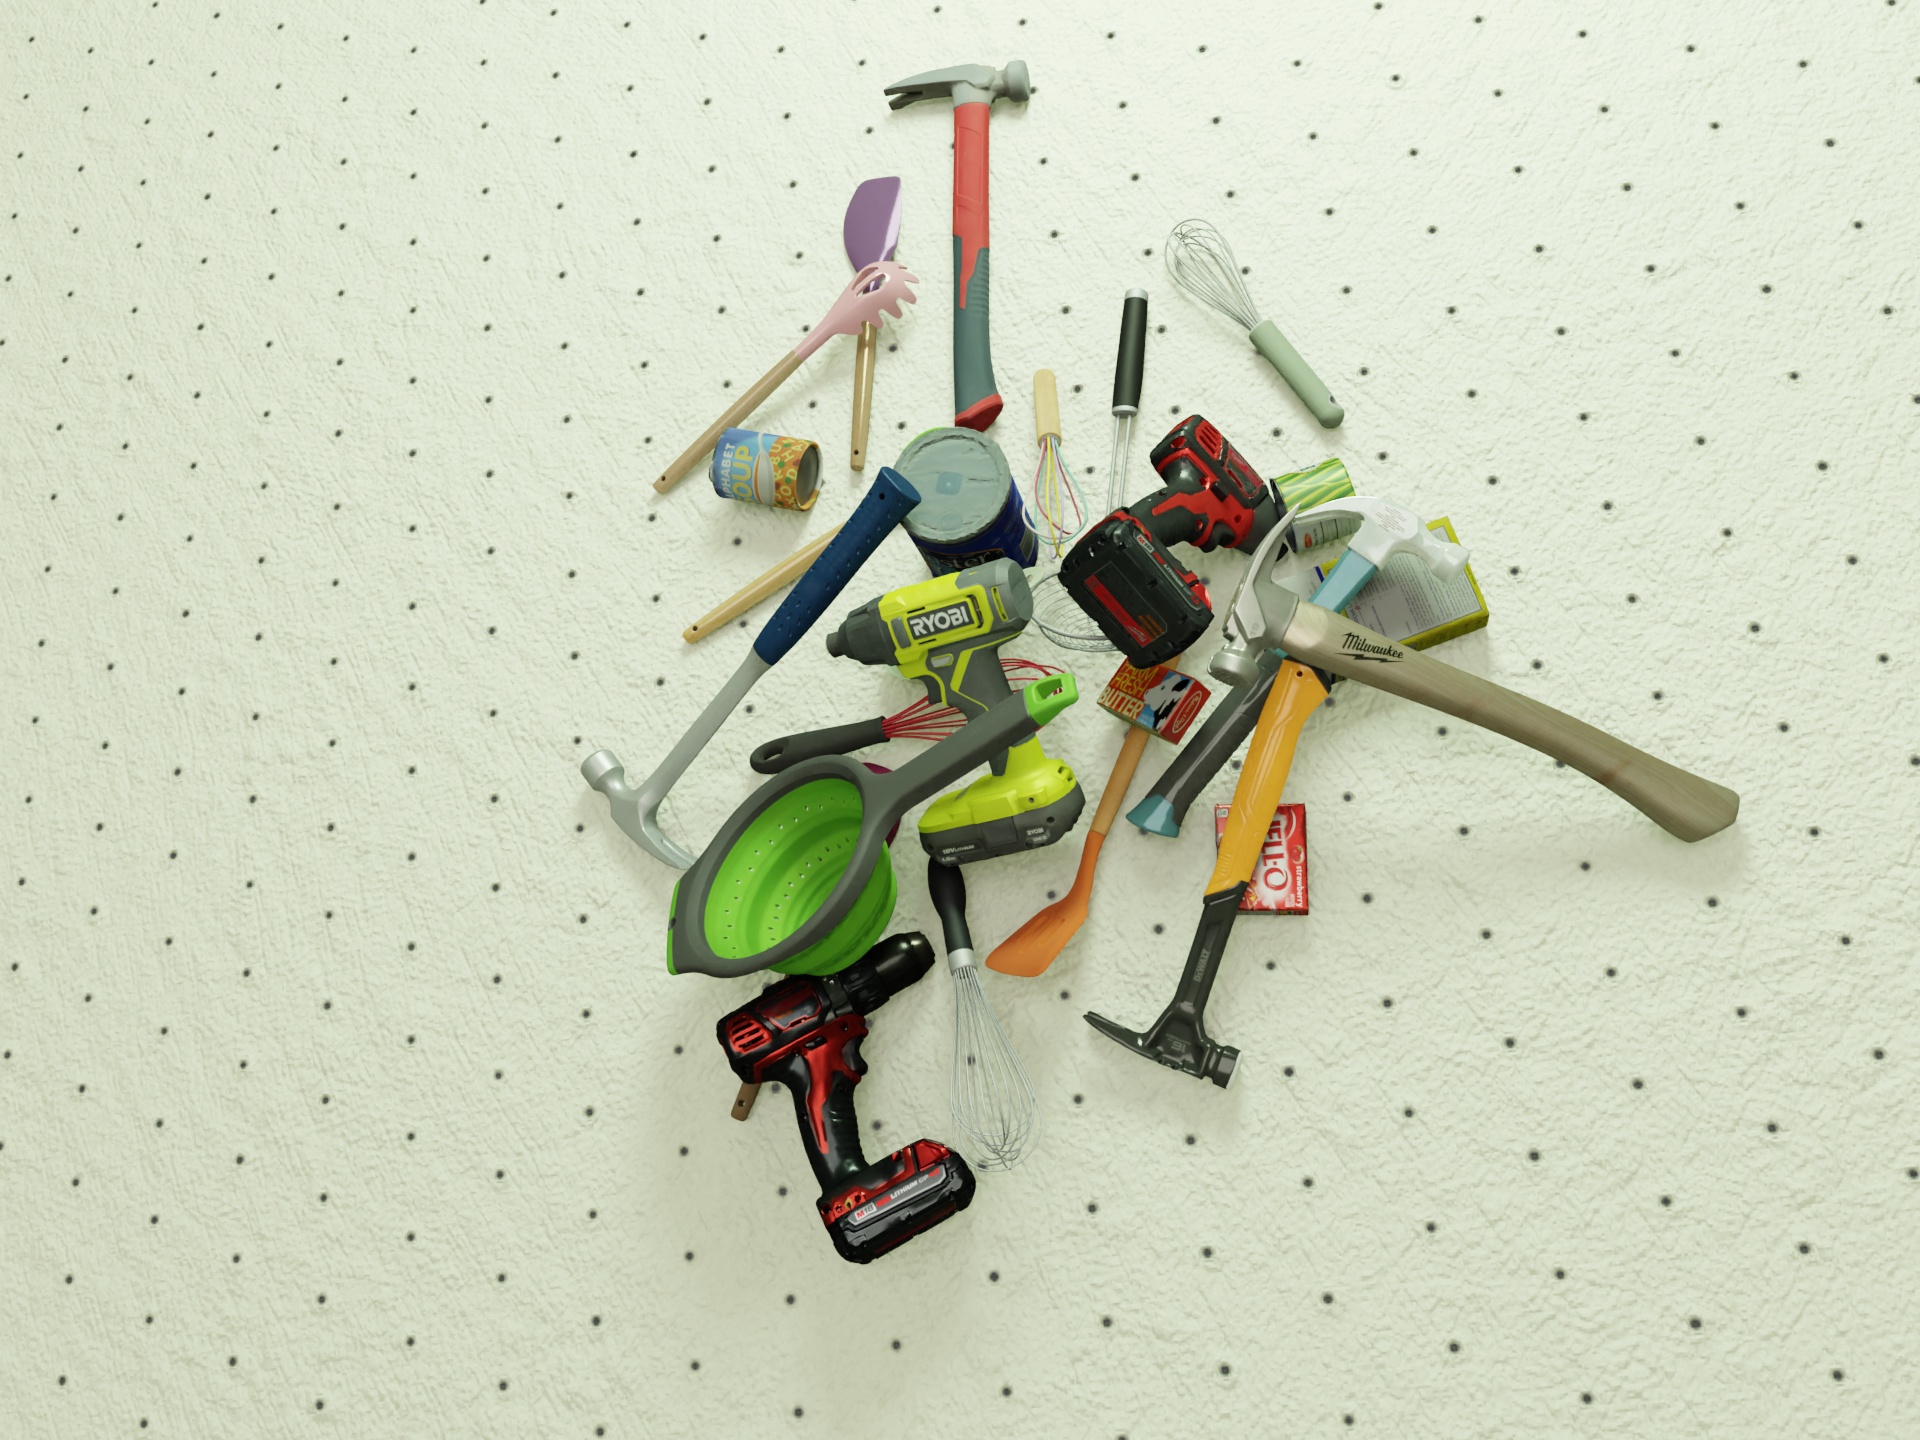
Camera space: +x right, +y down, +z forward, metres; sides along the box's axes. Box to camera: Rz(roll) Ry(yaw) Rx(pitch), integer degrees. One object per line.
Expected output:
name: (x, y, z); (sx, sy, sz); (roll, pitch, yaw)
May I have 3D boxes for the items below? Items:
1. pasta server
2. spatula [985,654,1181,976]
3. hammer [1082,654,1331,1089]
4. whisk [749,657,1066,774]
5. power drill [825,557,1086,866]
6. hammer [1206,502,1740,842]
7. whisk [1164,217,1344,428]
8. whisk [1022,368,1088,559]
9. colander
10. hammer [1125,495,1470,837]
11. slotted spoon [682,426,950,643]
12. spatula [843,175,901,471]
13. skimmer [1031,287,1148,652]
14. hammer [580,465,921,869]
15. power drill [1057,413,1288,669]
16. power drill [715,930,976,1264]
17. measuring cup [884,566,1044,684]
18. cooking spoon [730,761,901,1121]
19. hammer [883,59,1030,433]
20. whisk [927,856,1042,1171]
pasta server: (-0.168, -0.321, 1.496); (0.316, 0.040, 0.060); (-42, 63, 7)
spatula: (0.115, 0.068, 1.308); (0.081, 0.041, 0.323); (0, 62, 59)
hammer: (0.207, 0.108, 1.239); (0.127, 0.034, 0.337); (20, 92, 16)
whisk: (-0.046, 0.003, 1.362); (0.296, 0.073, 0.073); (-14, 70, 15)
power drill: (-0.002, -0.004, 1.277); (0.171, 0.080, 0.223); (-15, 104, 22)
hammer: (0.399, -0.021, 1.204); (0.410, 0.038, 0.146); (24, 80, -2)
whisk: (0.260, -0.351, 1.410); (0.059, 0.057, 0.246); (-47, 68, 33)
whisk: (0.078, -0.229, 1.365); (0.051, 0.047, 0.245); (-35, 37, 30)
colander: (-0.054, 0.094, 1.238); (0.397, 0.094, 0.205); (-32, 35, 20)
hammer: (0.250, -0.038, 1.272); (0.128, 0.033, 0.331); (40, 97, 19)
slotted spoon: (-0.122, -0.162, 1.446); (0.314, 0.031, 0.070); (-34, 68, 3)
spatula: (-0.090, -0.381, 1.511); (0.060, 0.018, 0.316); (-4, 71, 17)
skimmer: (0.134, -0.224, 1.370); (0.127, 0.090, 0.363); (4, 74, 13)
hammer: (-0.168, -0.043, 1.338); (0.405, 0.035, 0.144); (-48, 70, 21)
power drill: (0.184, -0.145, 1.291); (0.143, 0.078, 0.220); (47, 48, -7)
power drill: (-0.069, 0.290, 1.263); (0.188, 0.080, 0.227); (-27, 66, -10)
measuring cup: (0.007, -0.086, 1.364); (0.167, 0.038, 0.083); (-26, 65, 22)
cooking spoon: (-0.126, 0.184, 1.343); (0.069, 0.017, 0.319); (18, 78, 15)
hammer: (-0.005, -0.448, 1.502); (0.143, 0.038, 0.386); (-4, 72, 13)
whisk: (0.007, 0.221, 1.255); (0.070, 0.070, 0.285); (-19, 52, 7)
